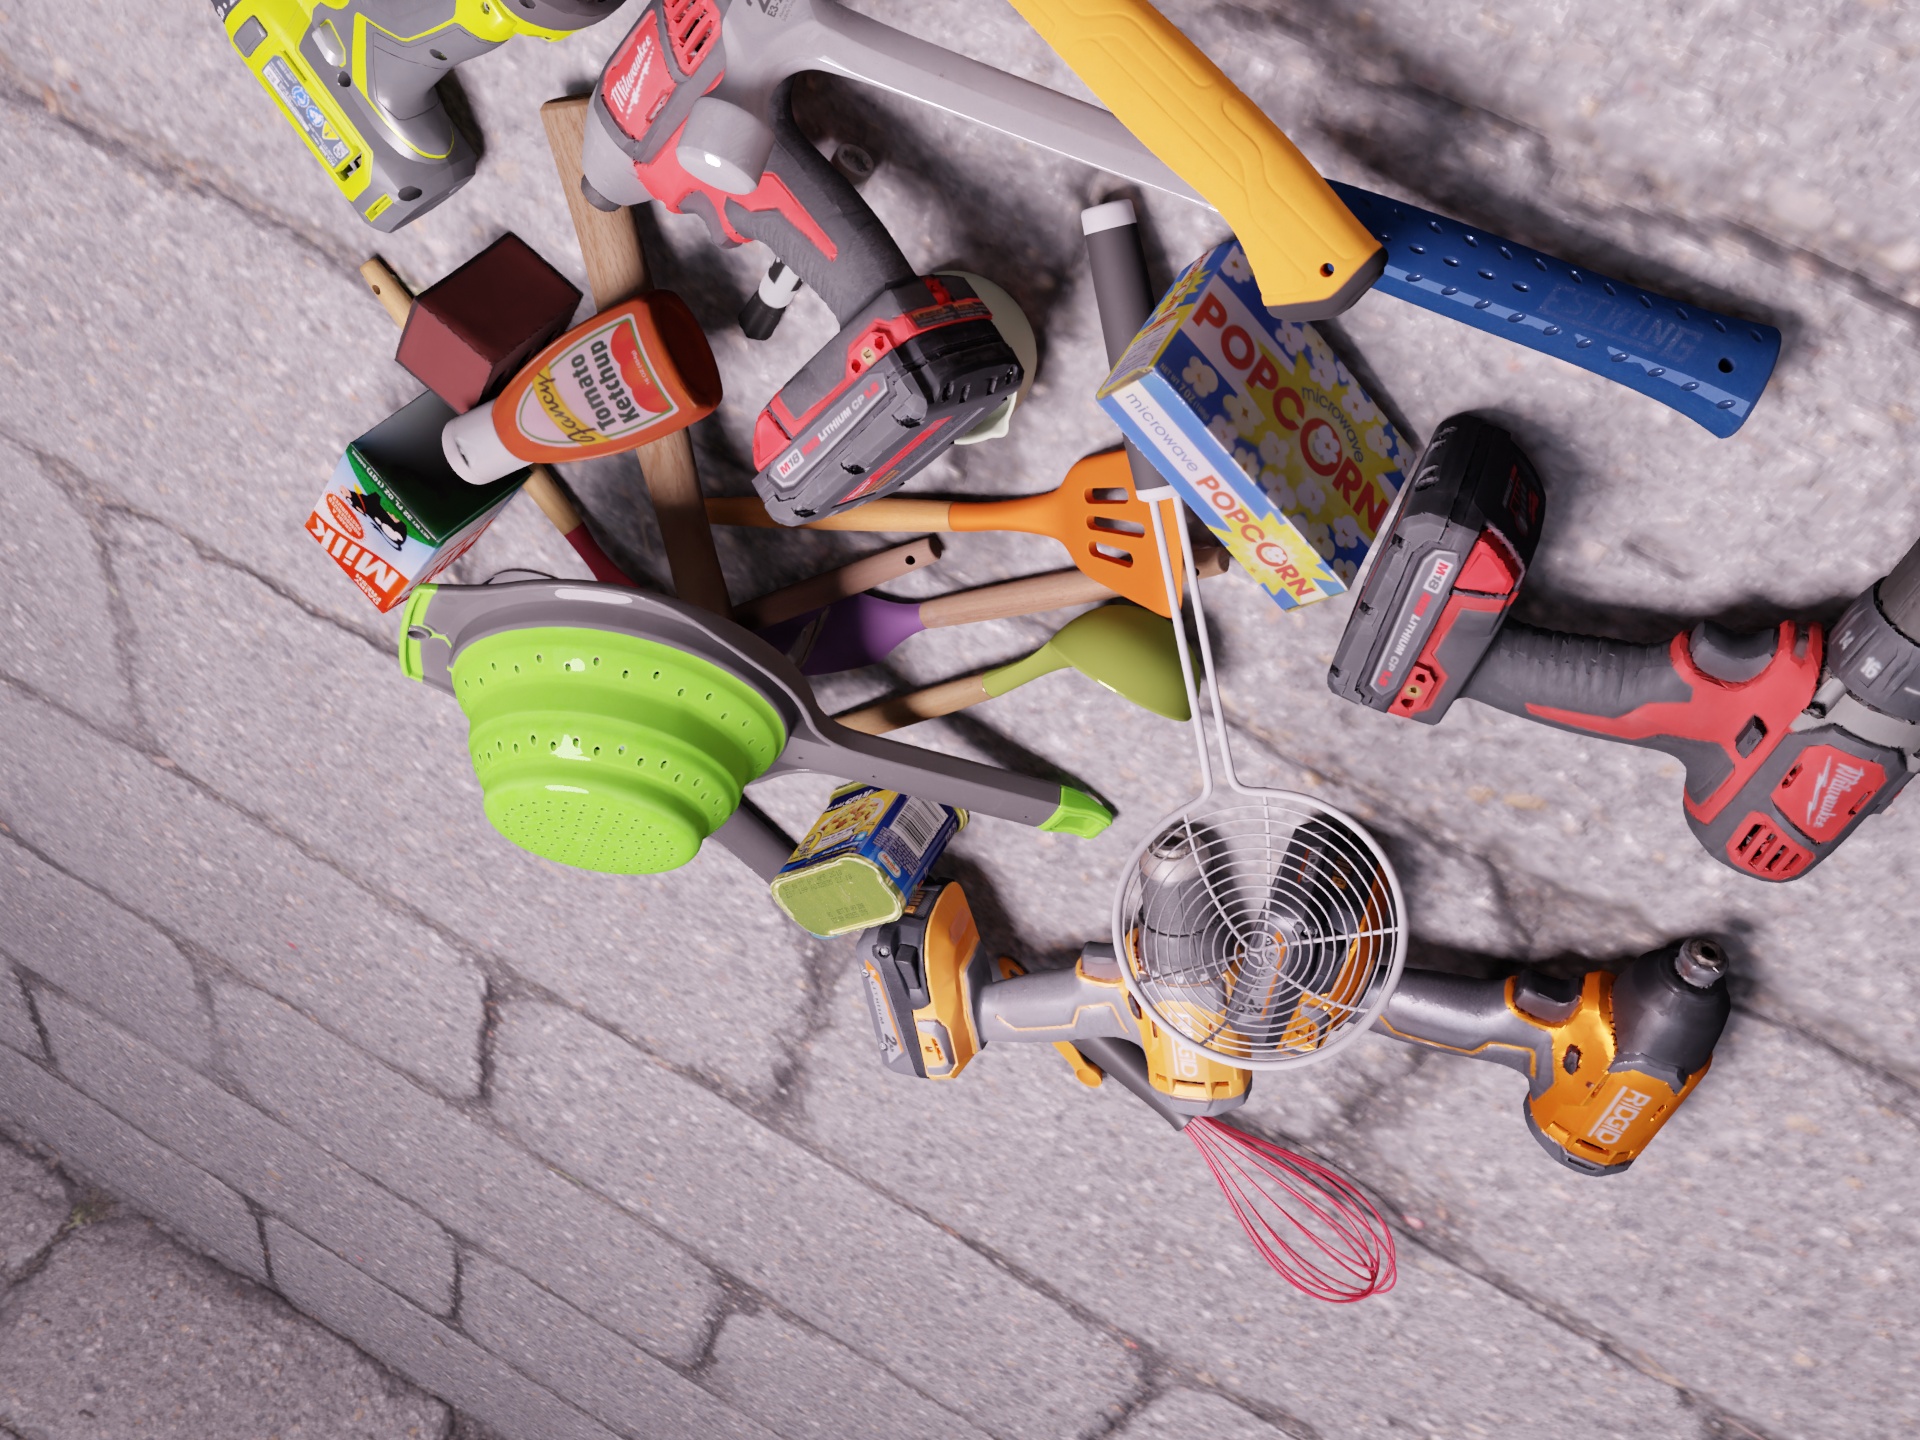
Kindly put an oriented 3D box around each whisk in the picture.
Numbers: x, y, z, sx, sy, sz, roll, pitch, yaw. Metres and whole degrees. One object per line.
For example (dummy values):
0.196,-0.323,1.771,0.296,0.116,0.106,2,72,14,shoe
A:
0.161,0.268,1.021,0.296,0.073,0.073,41,139,3,whisk

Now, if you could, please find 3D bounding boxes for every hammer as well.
0.028,-0.273,0.551,0.337,0.034,0.127,46,117,0,hammer
-0.152,-0.147,0.818,0.130,0.031,0.331,1,119,20,hammer
-0.196,0.028,1.049,0.331,0.033,0.128,44,139,-9,hammer
0.104,-0.204,0.594,0.405,0.144,0.035,22,-179,4,hammer

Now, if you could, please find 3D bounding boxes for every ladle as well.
-0.001,-0.003,0.875,0.078,0.062,0.320,18,157,-39,ladle
-0.246,-0.133,0.937,0.069,0.031,0.315,-20,114,38,ladle

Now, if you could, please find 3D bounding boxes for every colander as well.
-0.106,0.040,0.844,0.397,0.095,0.204,15,152,-15,colander

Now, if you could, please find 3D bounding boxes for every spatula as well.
-0.028,-0.103,0.808,0.323,0.041,0.081,6,111,32,spatula
0.001,-0.062,0.845,0.316,0.018,0.059,-7,122,39,spatula

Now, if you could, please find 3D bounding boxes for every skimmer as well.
0.101,-0.035,0.671,0.127,0.090,0.363,-12,102,5,skimmer

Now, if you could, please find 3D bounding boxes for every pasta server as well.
-0.144,-0.048,0.908,0.316,0.040,0.060,-17,113,31,pasta server

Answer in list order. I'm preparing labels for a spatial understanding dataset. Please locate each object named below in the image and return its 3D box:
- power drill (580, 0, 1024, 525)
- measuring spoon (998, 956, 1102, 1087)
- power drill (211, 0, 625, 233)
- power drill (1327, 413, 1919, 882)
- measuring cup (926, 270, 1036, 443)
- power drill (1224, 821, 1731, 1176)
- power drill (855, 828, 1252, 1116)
-0.082,-0.204,0.688,0.143,0.078,0.220,-32,87,41,power drill
0.061,0.199,1.058,0.021,0.011,0.116,-19,112,44,measuring spoon
-0.260,-0.346,0.710,0.228,0.080,0.190,-14,118,44,power drill
0.283,-0.041,0.636,0.227,0.080,0.187,24,138,9,power drill
-0.025,-0.152,0.765,0.083,0.038,0.167,43,140,-9,measuring cup
0.264,0.135,0.810,0.226,0.084,0.164,20,136,10,power drill
0.057,0.142,0.942,0.226,0.084,0.185,2,122,21,power drill
